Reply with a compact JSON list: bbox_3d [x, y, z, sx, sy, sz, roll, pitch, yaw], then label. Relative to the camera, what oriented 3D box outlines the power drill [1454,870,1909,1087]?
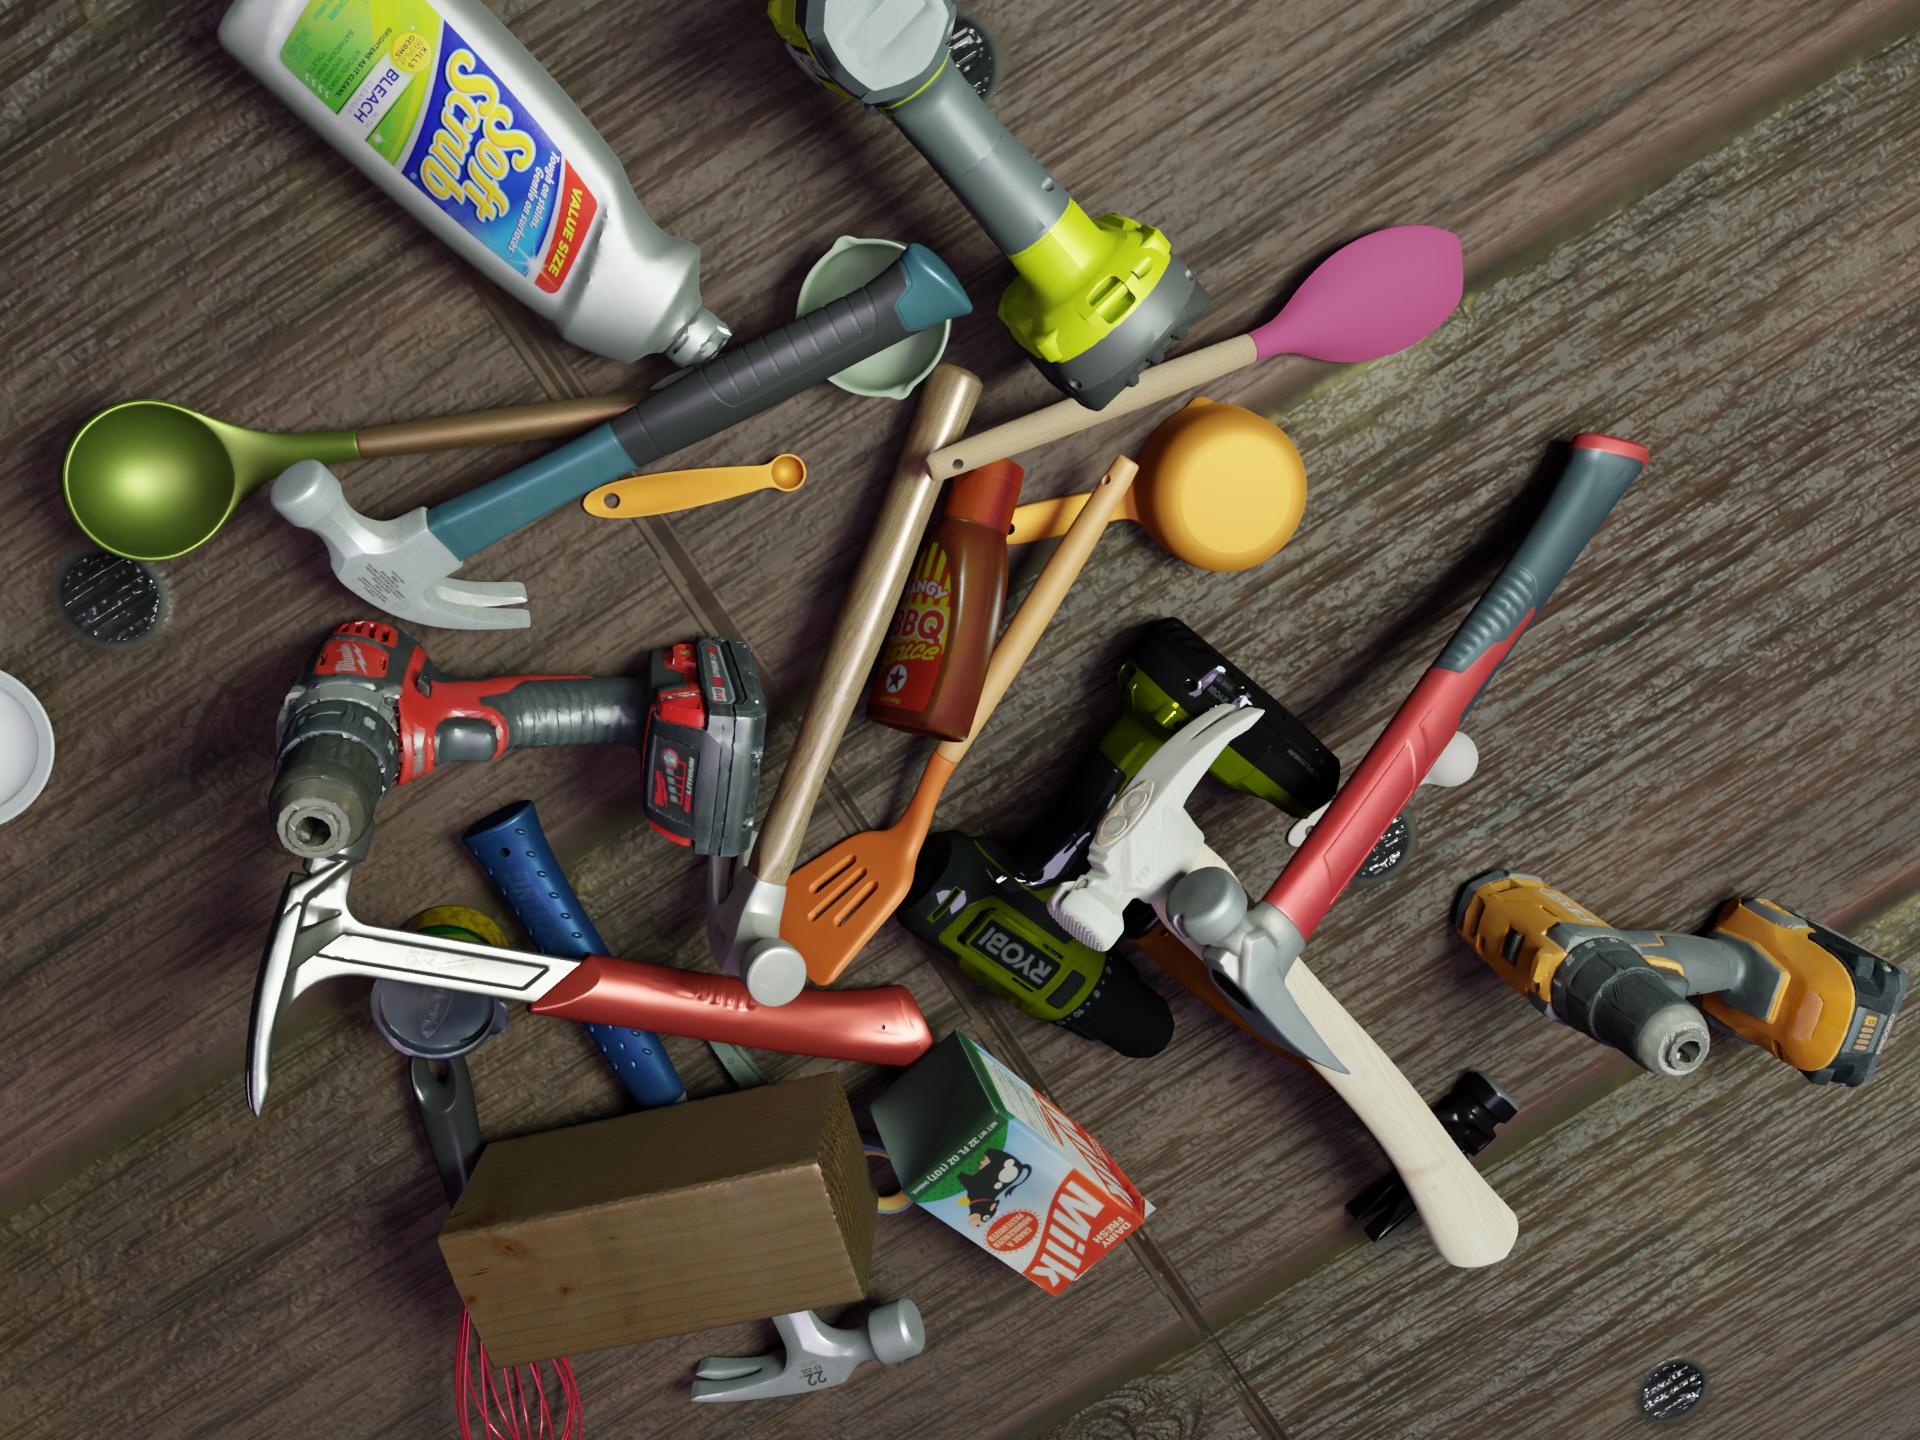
[{"bbox_3d":[0.425,0.154,0.913,0.226,0.185,0.084,9,104,-15],"label":"power drill"}]

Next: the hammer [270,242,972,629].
[{"bbox_3d":[-0.150,-0.140,0.765,0.331,0.033,0.128,-26,140,5],"label":"hammer"}]

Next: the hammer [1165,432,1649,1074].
[{"bbox_3d":[0.260,0.001,0.840,0.386,0.038,0.143,-50,120,-17],"label":"hammer"}]

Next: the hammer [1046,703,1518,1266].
[{"bbox_3d":[0.210,0.170,0.875,0.146,0.038,0.410,-50,119,-15],"label":"hammer"}]

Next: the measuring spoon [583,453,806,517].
[{"bbox_3d":[-0.138,-0.122,0.830,0.117,0.011,0.021,-10,108,-2],"label":"measuring spoon"}]

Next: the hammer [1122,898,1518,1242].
[{"bbox_3d":[0.197,0.193,0.925,0.127,0.034,0.336,-46,122,7],"label":"hammer"}]

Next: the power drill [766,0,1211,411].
[{"bbox_3d":[0.005,-0.258,0.735,0.080,0.171,0.223,-43,117,7],"label":"power drill"}]

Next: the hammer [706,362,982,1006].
[{"bbox_3d":[-0.061,-0.026,0.827,0.031,0.130,0.331,20,92,-26],"label":"hammer"}]

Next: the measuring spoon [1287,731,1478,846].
[{"bbox_3d":[0.250,0.045,0.936,0.124,0.018,0.034,-27,109,1],"label":"measuring spoon"}]

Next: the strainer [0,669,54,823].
[{"bbox_3d":[-0.495,-0.054,0.778,0.087,0.050,0.258,-3,102,-14],"label":"strainer"}]

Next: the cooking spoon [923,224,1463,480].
[{"bbox_3d":[0.127,-0.183,0.820,0.319,0.017,0.068,-23,123,-12],"label":"cooking spoon"}]

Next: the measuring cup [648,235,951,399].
[{"bbox_3d":[-0.083,-0.190,0.808,0.167,0.038,0.083,-17,108,14],"label":"measuring cup"}]

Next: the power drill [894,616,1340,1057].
[{"bbox_3d":[0.100,0.075,0.893,0.190,0.080,0.228,37,101,-22],"label":"power drill"}]

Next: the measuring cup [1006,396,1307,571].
[{"bbox_3d":[0.100,-0.113,0.845,0.173,0.052,0.095,-13,109,-5],"label":"measuring cup"}]

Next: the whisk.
[{"bbox_3d":[-0.275,0.316,0.920,0.073,0.073,0.295,-10,102,-6],"label":"whisk"}]

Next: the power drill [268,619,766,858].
[{"bbox_3d":[-0.212,0.013,0.768,0.226,0.188,0.080,4,113,-14],"label":"power drill"}]

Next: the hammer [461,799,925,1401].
[{"bbox_3d":[-0.170,0.229,0.911,0.144,0.035,0.405,-23,107,10],"label":"hammer"}]

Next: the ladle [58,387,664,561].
[{"bbox_3d":[-0.266,-0.134,0.772,0.320,0.062,0.078,-8,118,-5],"label":"ladle"}]

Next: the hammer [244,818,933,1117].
[{"bbox_3d":[-0.179,0.154,0.842,0.358,0.037,0.149,16,80,-28],"label":"hammer"}]

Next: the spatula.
[{"bbox_3d":[-0.001,-0.003,0.850,0.041,0.081,0.322,18,109,-43],"label":"spatula"}]
